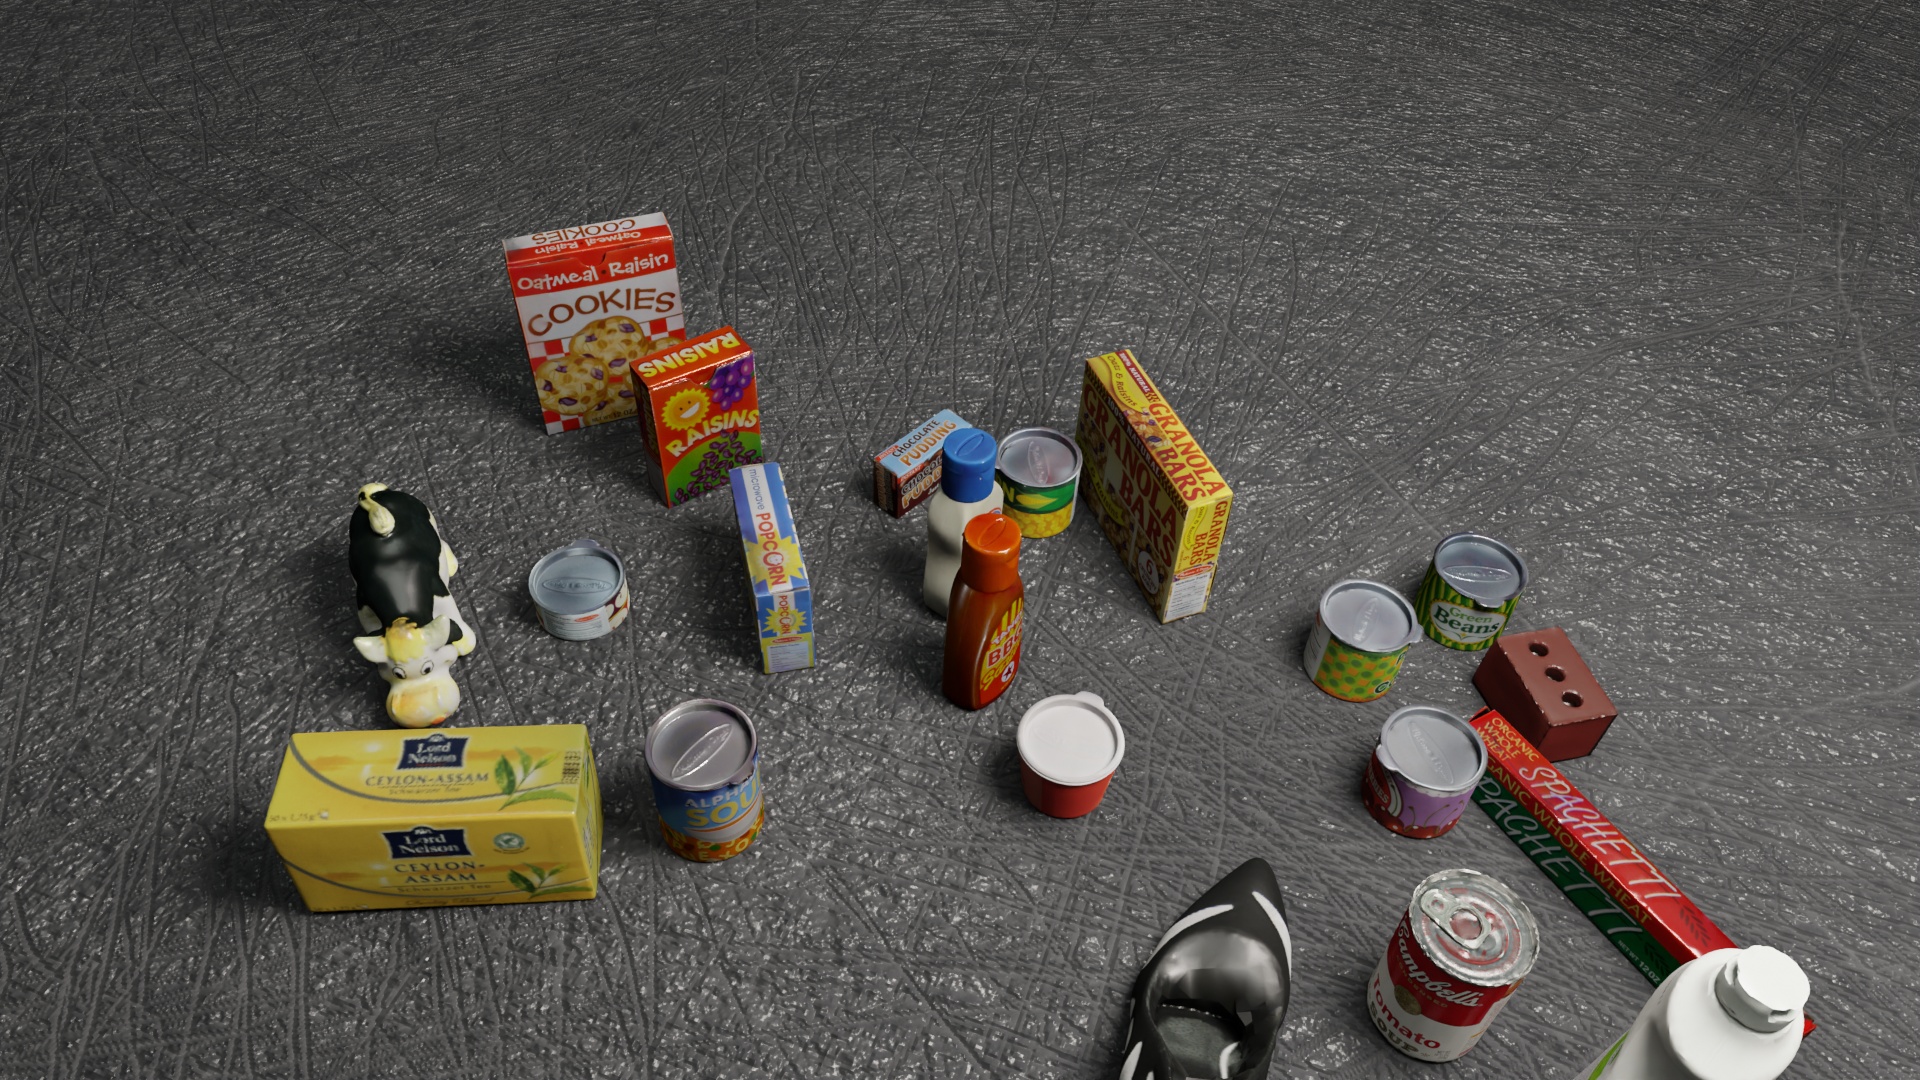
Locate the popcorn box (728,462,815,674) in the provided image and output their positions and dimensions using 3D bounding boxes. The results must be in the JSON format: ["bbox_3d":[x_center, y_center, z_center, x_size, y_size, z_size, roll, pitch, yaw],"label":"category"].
[{"bbox_3d":[-0.132,0.018,0.975,0.038,0.084,0.127,-9,48,-12],"label":"popcorn box"}]

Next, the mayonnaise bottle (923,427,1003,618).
[{"bbox_3d":[0.003,-0.012,0.968,0.041,0.147,0.065,30,52,23],"label":"mayonnaise bottle"}]

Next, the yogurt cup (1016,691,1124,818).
[{"bbox_3d":[0.068,0.141,0.890,0.072,0.053,0.073,2,46,-2],"label":"yogurt cup"}]

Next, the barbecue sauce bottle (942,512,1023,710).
[{"bbox_3d":[0.017,0.045,0.914,0.044,0.147,0.065,27,51,21],"label":"barbecue sauce bottle"}]

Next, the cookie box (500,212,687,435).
[{"bbox_3d":[-0.279,-0.168,1.088,0.123,0.166,0.040,-15,49,-16],"label":"cookie box"}]

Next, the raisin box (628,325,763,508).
[{"bbox_3d":[-0.198,-0.092,1.051,0.086,0.122,0.040,-24,52,-24],"label":"raisin box"}]

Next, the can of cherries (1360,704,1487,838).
[{"bbox_3d":[0.294,0.149,0.892,0.071,0.058,0.072,2,46,-2],"label":"can of cherries"}]

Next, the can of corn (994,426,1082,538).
[{"bbox_3d":[0.055,-0.044,1.063,0.071,0.058,0.071,2,46,-2],"label":"can of corn"}]

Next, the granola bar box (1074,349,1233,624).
[{"bbox_3d":[0.136,-0.041,1.020,0.039,0.123,0.166,-14,49,-16],"label":"granola bar box"}]

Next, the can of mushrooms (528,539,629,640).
[{"bbox_3d":[-0.269,0.035,0.987,0.071,0.033,0.071,2,46,-2],"label":"can of mushrooms"}]

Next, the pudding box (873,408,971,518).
[{"bbox_3d":[-0.030,-0.061,1.081,0.030,0.049,0.084,35,54,27],"label":"pudding box"}]

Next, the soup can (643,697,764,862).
[{"bbox_3d":[-0.153,0.149,0.850,0.071,0.083,0.072,2,46,-2],"label":"soup can"}]

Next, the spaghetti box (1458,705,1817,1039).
[{"bbox_3d":[0.396,0.207,0.848,0.029,0.049,0.251,-22,51,-22],"label":"spaghetti box"}]

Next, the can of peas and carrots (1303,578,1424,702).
[{"bbox_3d":[0.279,0.070,0.966,0.071,0.058,0.071,2,46,-2],"label":"can of peas and carrots"}]

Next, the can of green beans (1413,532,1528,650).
[{"bbox_3d":[0.367,0.037,1.003,0.071,0.057,0.071,2,46,-2],"label":"can of green beans"}]
